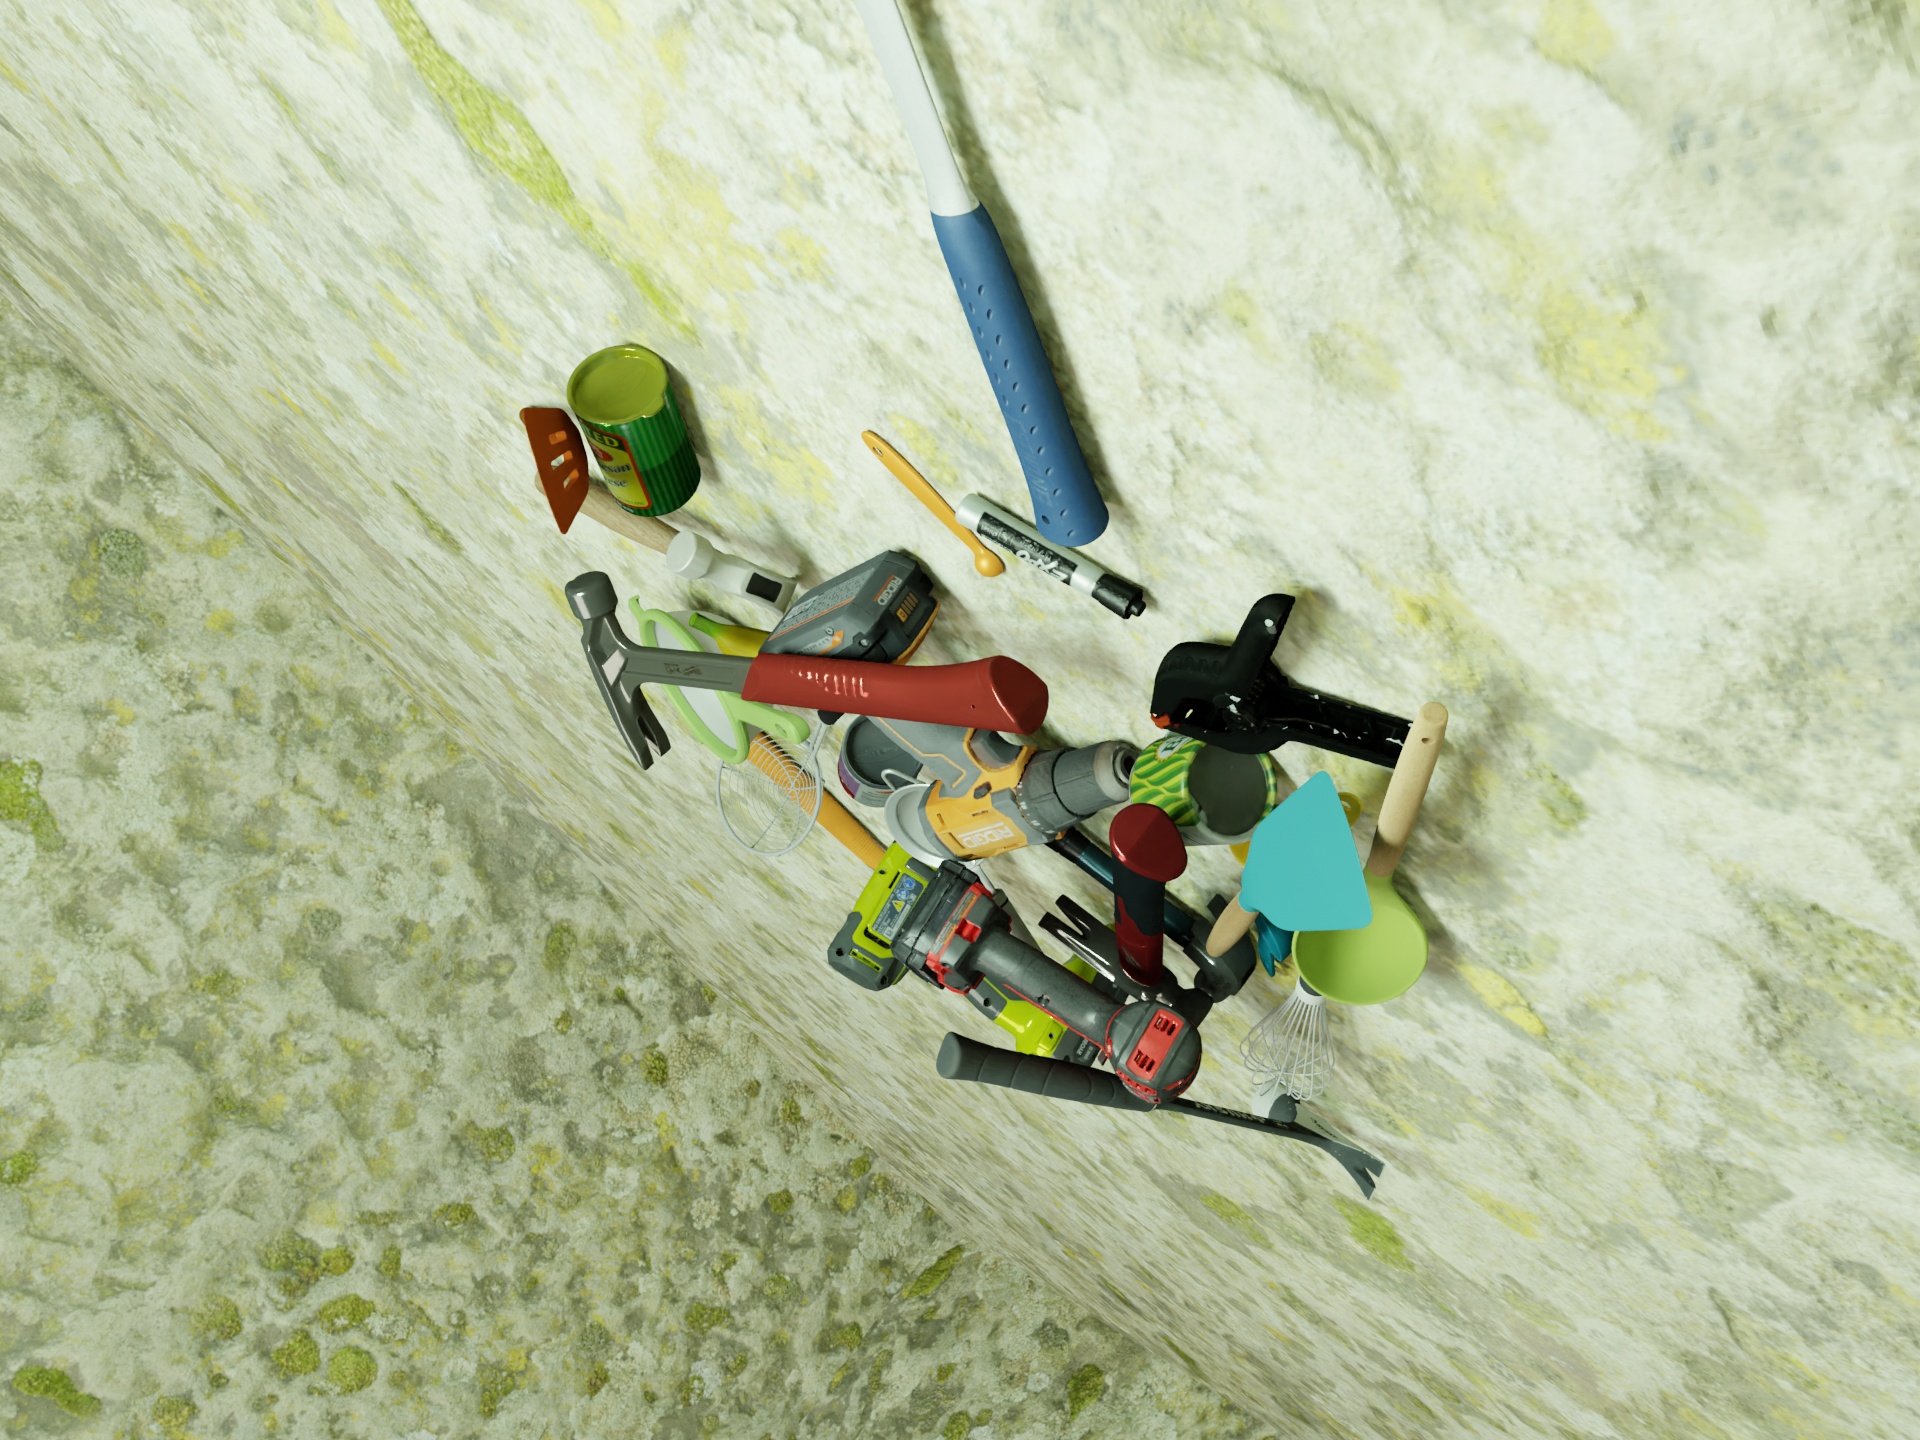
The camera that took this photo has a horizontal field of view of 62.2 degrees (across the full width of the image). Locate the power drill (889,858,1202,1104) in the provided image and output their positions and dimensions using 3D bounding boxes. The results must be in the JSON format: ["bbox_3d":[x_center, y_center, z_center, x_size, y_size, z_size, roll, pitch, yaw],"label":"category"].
[{"bbox_3d":[0.068,0.192,1.110,0.220,0.078,0.143,29,169,17],"label":"power drill"}]

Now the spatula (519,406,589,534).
[{"bbox_3d":[-0.296,-0.198,1.121,0.323,0.041,0.081,-143,37,-64],"label":"spatula"}]

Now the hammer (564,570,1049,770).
[{"bbox_3d":[-0.101,-0.017,1.000,0.359,0.037,0.149,7,128,36],"label":"hammer"}]

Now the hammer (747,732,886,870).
[{"bbox_3d":[-0.095,0.122,1.557,0.336,0.034,0.127,44,161,-9],"label":"hammer"}]

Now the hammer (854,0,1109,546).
[{"bbox_3d":[-0.003,-0.224,0.666,0.144,0.035,0.405,24,155,37],"label":"hammer"}]

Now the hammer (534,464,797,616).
[{"bbox_3d":[-0.236,-0.144,1.208,0.130,0.031,0.332,23,-176,-44],"label":"hammer"}]

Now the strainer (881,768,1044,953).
[{"bbox_3d":[0.022,0.129,1.210,0.087,0.050,0.258,-20,109,38],"label":"strainer"}]

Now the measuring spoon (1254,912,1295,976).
[{"bbox_3d":[0.219,0.153,1.096,0.042,0.021,0.128,63,179,24],"label":"measuring spoon"}]

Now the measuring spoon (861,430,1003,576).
[{"bbox_3d":[-0.018,-0.125,0.935,0.117,0.011,0.021,45,159,-12],"label":"measuring spoon"}]

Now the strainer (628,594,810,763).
[{"bbox_3d":[-0.174,-0.031,1.304,0.256,0.069,0.151,20,139,53],"label":"strainer"}]

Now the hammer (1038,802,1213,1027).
[{"bbox_3d":[0.104,0.120,1.037,0.143,0.038,0.386,36,167,18],"label":"hammer"}]

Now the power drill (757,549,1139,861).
[{"bbox_3d":[-0.002,-0.003,1.044,0.185,0.084,0.226,-20,120,47],"label":"power drill"}]

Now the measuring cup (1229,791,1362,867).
[{"bbox_3d":[0.202,0.061,0.915,0.062,0.029,0.156,38,157,5],"label":"measuring cup"}]

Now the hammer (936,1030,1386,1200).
[{"bbox_3d":[0.148,0.285,1.178,0.408,0.036,0.149,20,-176,-34],"label":"hammer"}]

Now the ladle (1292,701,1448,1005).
[{"bbox_3d":[0.222,0.077,0.830,0.078,0.062,0.320,6,155,10],"label":"ladle"}]

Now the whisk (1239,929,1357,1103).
[{"bbox_3d":[0.237,0.195,1.094,0.070,0.070,0.284,32,153,21],"label":"whisk"}]

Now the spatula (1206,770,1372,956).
[{"bbox_3d":[0.181,0.111,0.948,0.317,0.044,0.082,84,172,-73],"label":"spatula"}]

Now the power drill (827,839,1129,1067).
[{"bbox_3d":[0.027,0.177,1.289,0.223,0.171,0.080,33,160,-4],"label":"power drill"}]

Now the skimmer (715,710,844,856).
[{"bbox_3d":[-0.149,0.021,1.360,0.363,0.090,0.127,124,128,-68],"label":"skimmer"}]

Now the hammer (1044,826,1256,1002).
[{"bbox_3d":[0.080,0.091,1.182,0.331,0.033,0.128,37,161,9],"label":"hammer"}]
